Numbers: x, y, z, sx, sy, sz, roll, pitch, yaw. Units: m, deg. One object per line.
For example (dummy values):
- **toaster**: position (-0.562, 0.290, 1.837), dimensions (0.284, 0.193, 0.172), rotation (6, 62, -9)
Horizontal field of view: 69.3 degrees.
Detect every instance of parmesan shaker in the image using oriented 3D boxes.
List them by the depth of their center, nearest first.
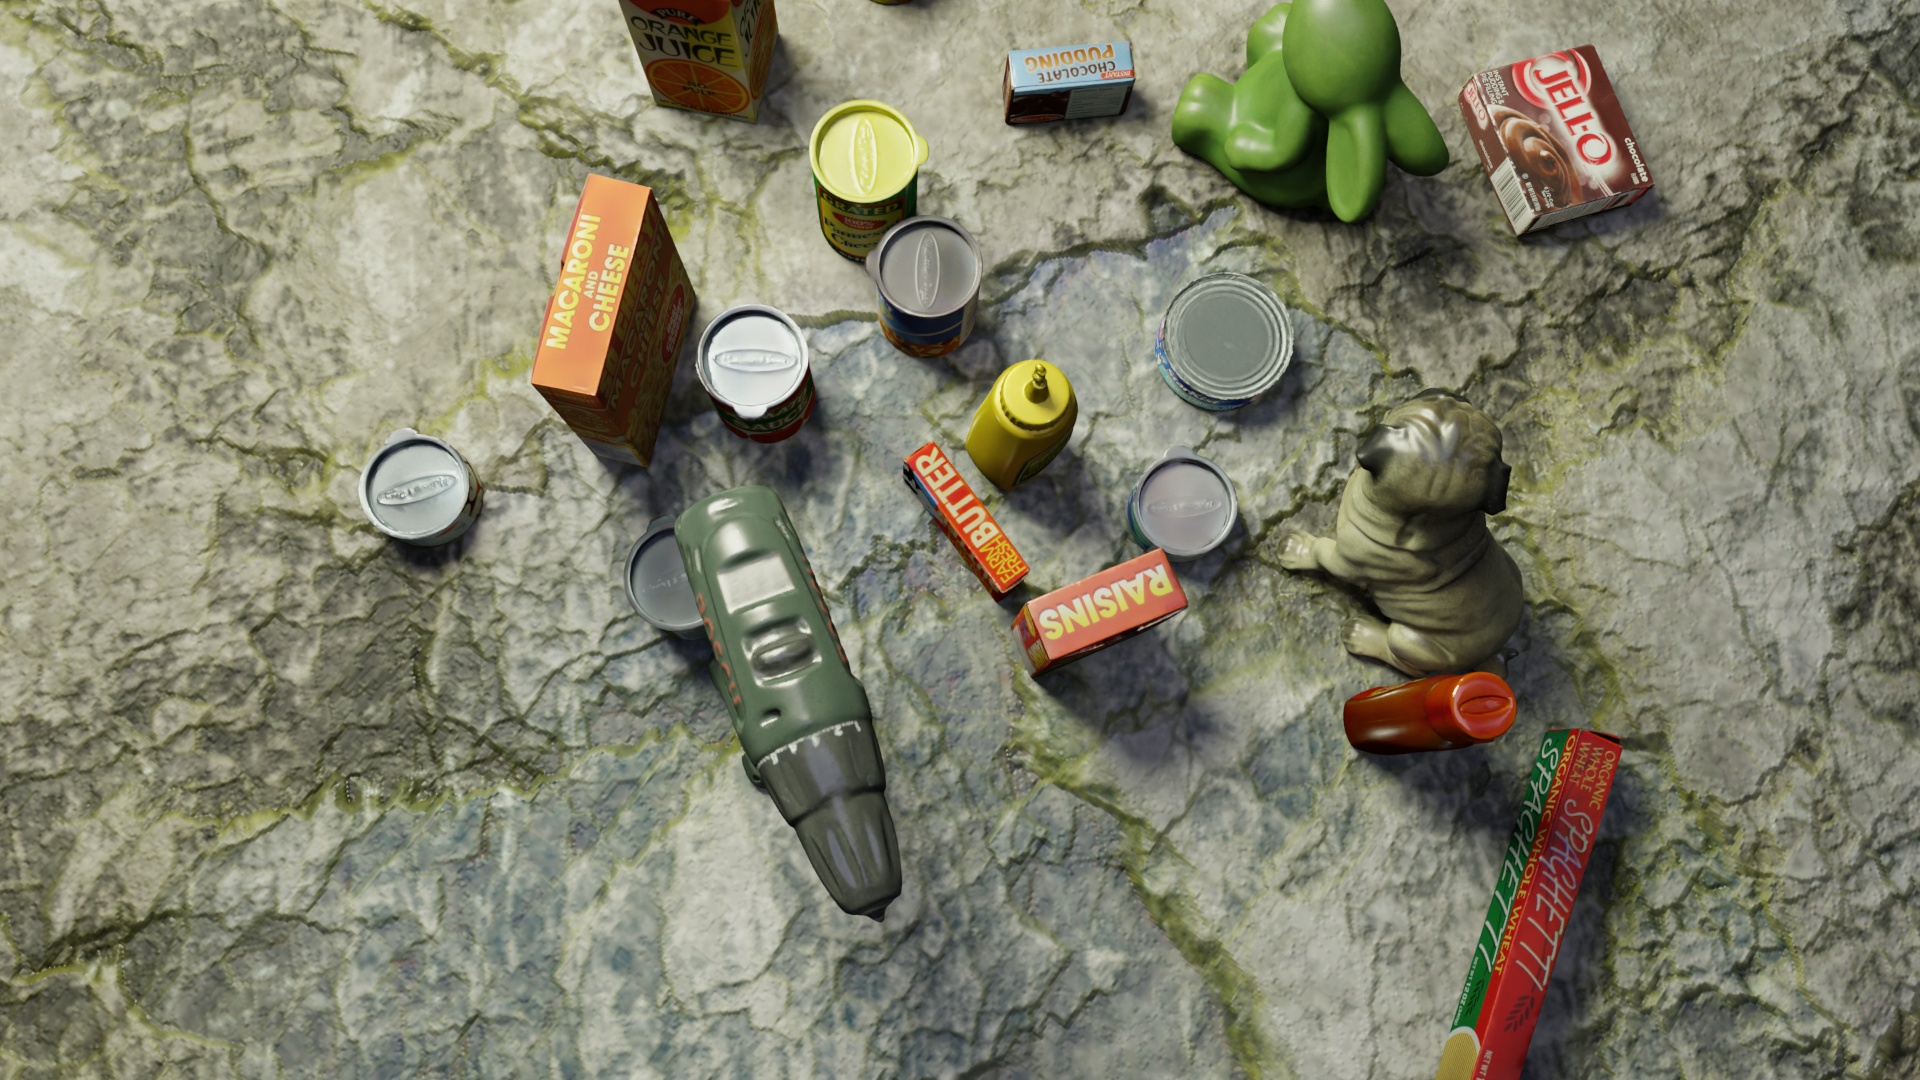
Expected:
- **parmesan shaker**: position (-0.056, -0.223, 0.877), dimensions (0.071, 0.103, 0.071), rotation (0, 80, -2)

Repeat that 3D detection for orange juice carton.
- **orange juice carton**: position (-0.161, -0.338, 0.849), dimensions (0.072, 0.192, 0.073), rotation (11, 80, 0)

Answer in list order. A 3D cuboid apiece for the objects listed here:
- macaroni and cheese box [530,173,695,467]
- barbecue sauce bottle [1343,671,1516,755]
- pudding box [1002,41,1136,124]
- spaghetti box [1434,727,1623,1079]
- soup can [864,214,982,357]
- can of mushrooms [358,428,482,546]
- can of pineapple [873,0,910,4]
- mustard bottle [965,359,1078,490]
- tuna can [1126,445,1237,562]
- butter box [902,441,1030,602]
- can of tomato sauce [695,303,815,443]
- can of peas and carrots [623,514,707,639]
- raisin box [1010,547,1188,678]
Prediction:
- **macaroni and cheese box**: position (-0.201, -0.123, 0.819), dimensions (0.040, 0.166, 0.124), rotation (12, 79, 0)
- **barbecue sauce bottle**: position (0.274, 0.101, 0.807), dimensions (0.065, 0.148, 0.044), rotation (-6, 80, -3)
- **pudding box**: position (0.071, -0.305, 0.926), dimensions (0.084, 0.049, 0.030), rotation (-7, 80, -4)
- **spaghetti box**: position (0.339, 0.231, 0.835), dimensions (0.029, 0.050, 0.250), rotation (22, 79, 2)
- **soup can**: position (-0.024, -0.159, 0.876), dimensions (0.071, 0.083, 0.071), rotation (0, 80, -2)
- **can of mushrooms**: position (-0.335, -0.033, 0.864), dimensions (0.071, 0.033, 0.071), rotation (0, 79, -2)
- **can of pineapple**: position (-0.048, -0.404, 0.935), dimensions (0.071, 0.057, 0.071), rotation (0, 79, -2)
- **mustard bottle**: position (0.039, -0.073, 0.824), dimensions (0.065, 0.160, 0.049), rotation (-40, 84, -8)
- **tuna can**: position (0.140, -0.023, 0.883), dimensions (0.071, 0.032, 0.071), rotation (0, 79, -2)
- **butter box**: position (0.003, -0.011, 0.865), dimensions (0.024, 0.053, 0.103), rotation (-36, 83, -8)
- **can of tomato sauce**: position (-0.124, -0.099, 0.861), dimensions (0.071, 0.083, 0.071), rotation (0, 80, -2)
- **can of peas and carrots**: position (-0.168, 0.023, 0.848), dimensions (0.071, 0.058, 0.071), rotation (0, 79, -2)
- **raisin box**: position (0.078, 0.046, 0.822), dimensions (0.086, 0.123, 0.040), rotation (-21, 81, -6)
